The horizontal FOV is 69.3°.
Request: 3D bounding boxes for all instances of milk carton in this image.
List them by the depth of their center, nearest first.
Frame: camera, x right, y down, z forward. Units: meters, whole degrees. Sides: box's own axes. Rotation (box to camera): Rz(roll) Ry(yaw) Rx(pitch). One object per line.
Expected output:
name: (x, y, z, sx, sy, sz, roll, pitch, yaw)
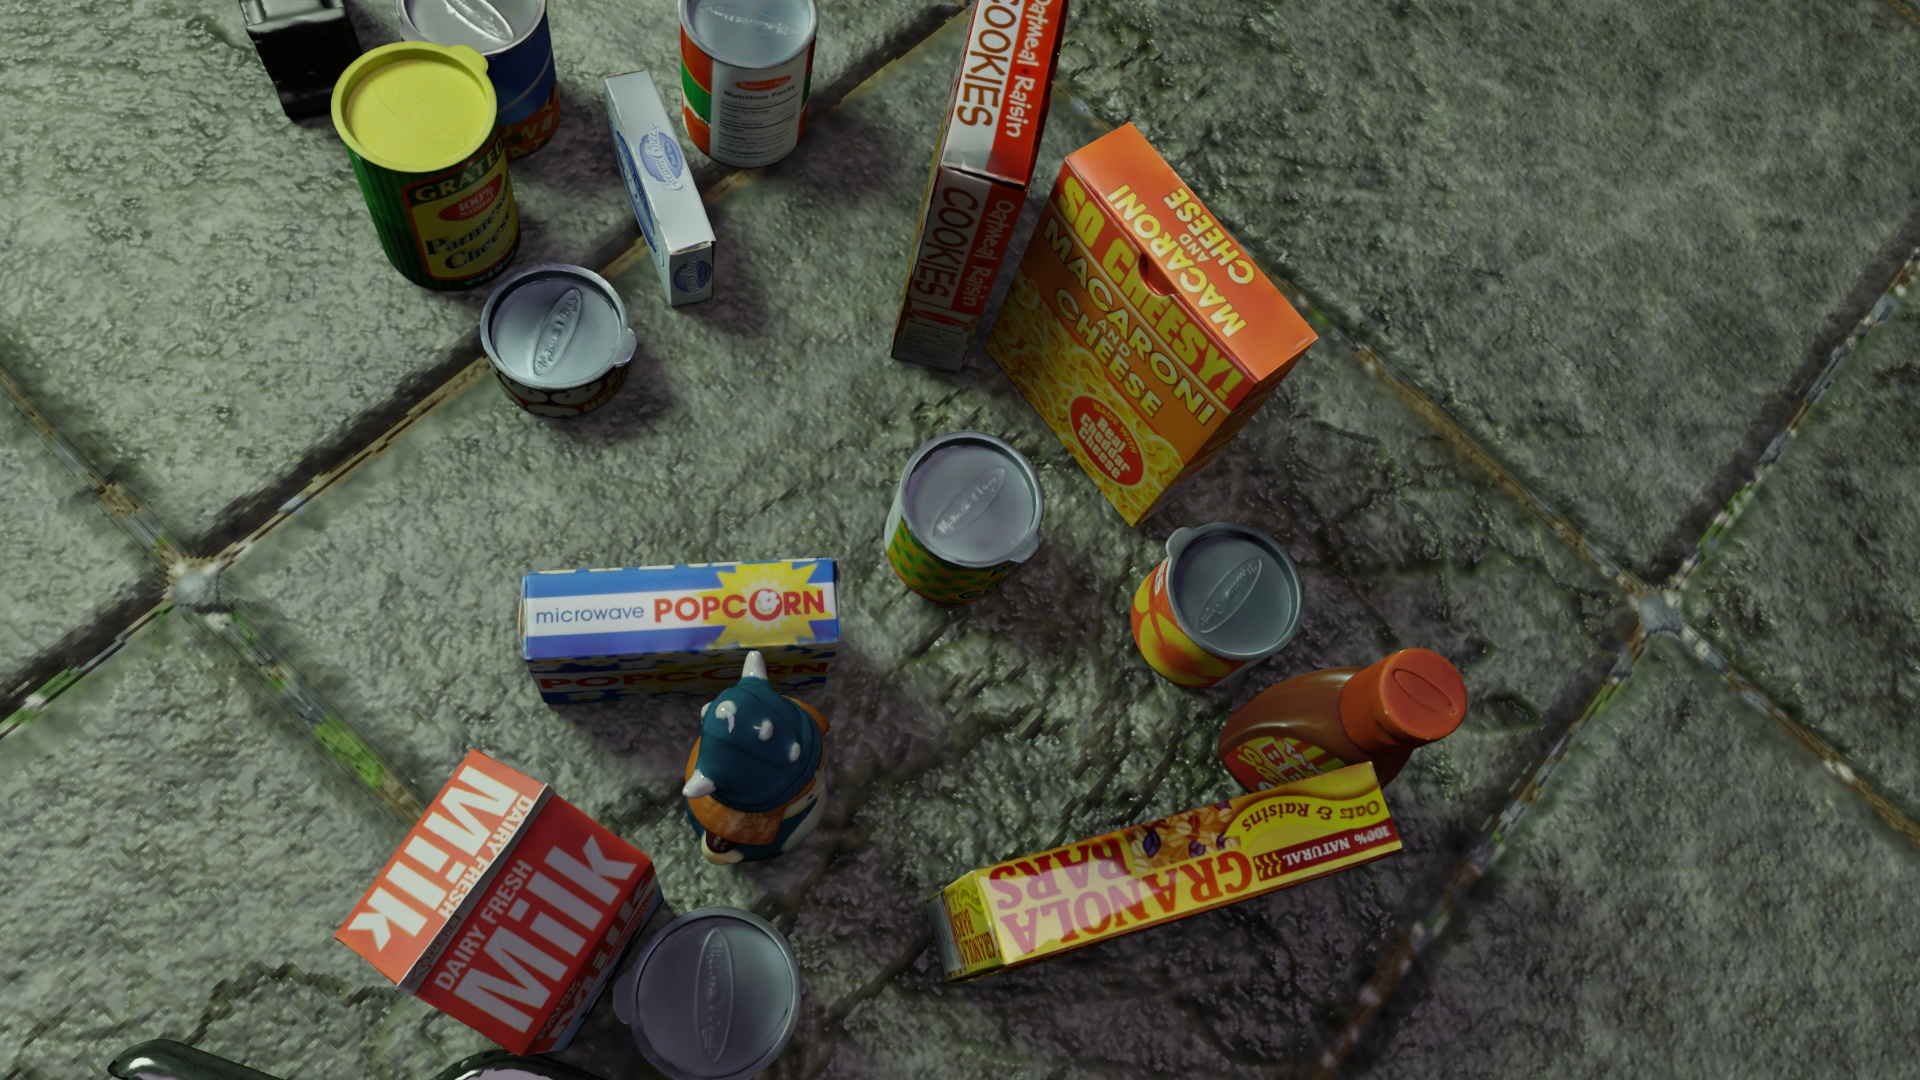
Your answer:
milk carton: (-0.157, 0.131, 0.491, 0.073, 0.189, 0.072, 31, 68, 2)

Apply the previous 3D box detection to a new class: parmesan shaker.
parmesan shaker: (-0.238, -0.169, 0.636, 0.071, 0.102, 0.071, 4, 69, -9)

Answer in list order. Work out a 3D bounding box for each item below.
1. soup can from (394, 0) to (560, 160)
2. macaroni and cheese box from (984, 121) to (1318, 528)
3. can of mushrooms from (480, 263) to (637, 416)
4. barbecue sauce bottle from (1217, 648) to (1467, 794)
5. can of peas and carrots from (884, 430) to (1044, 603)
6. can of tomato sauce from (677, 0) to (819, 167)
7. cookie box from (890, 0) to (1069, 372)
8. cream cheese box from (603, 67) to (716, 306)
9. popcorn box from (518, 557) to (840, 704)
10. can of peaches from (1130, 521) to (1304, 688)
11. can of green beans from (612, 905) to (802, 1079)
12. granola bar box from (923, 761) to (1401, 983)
soup can: (-0.233, -0.233, 0.671, 0.071, 0.083, 0.071, 4, 69, -9)
macaroni and cheese box: (0.077, -0.089, 0.632, 0.040, 0.165, 0.124, -35, 80, -20)
can of mushrooms: (-0.187, -0.093, 0.654, 0.071, 0.033, 0.071, 4, 69, -10)
barbecue sauce bottle: (0.163, 0.082, 0.594, 0.065, 0.148, 0.044, 35, 68, 3)
can of peas and carrots: (0.002, -0.008, 0.645, 0.071, 0.058, 0.071, 4, 69, -10)
can of tomato sauce: (-0.108, -0.240, 0.698, 0.071, 0.082, 0.071, 4, 69, -9)
cookie box: (0.007, -0.172, 0.649, 0.040, 0.166, 0.123, 13, 68, -6)
cream cheese box: (-0.147, -0.172, 0.681, 0.024, 0.053, 0.104, -18, 74, -16)
popcorn box: (-0.117, 0.040, 0.590, 0.127, 0.085, 0.038, -3, 71, -12)
can of peaches: (0.118, 0.030, 0.654, 0.071, 0.058, 0.071, 4, 69, -10)
can of green beans: (-0.098, 0.183, 0.555, 0.071, 0.057, 0.071, 4, 69, -10)
granola bar box: (0.077, 0.139, 0.569, 0.166, 0.123, 0.039, -12, 73, -15)
